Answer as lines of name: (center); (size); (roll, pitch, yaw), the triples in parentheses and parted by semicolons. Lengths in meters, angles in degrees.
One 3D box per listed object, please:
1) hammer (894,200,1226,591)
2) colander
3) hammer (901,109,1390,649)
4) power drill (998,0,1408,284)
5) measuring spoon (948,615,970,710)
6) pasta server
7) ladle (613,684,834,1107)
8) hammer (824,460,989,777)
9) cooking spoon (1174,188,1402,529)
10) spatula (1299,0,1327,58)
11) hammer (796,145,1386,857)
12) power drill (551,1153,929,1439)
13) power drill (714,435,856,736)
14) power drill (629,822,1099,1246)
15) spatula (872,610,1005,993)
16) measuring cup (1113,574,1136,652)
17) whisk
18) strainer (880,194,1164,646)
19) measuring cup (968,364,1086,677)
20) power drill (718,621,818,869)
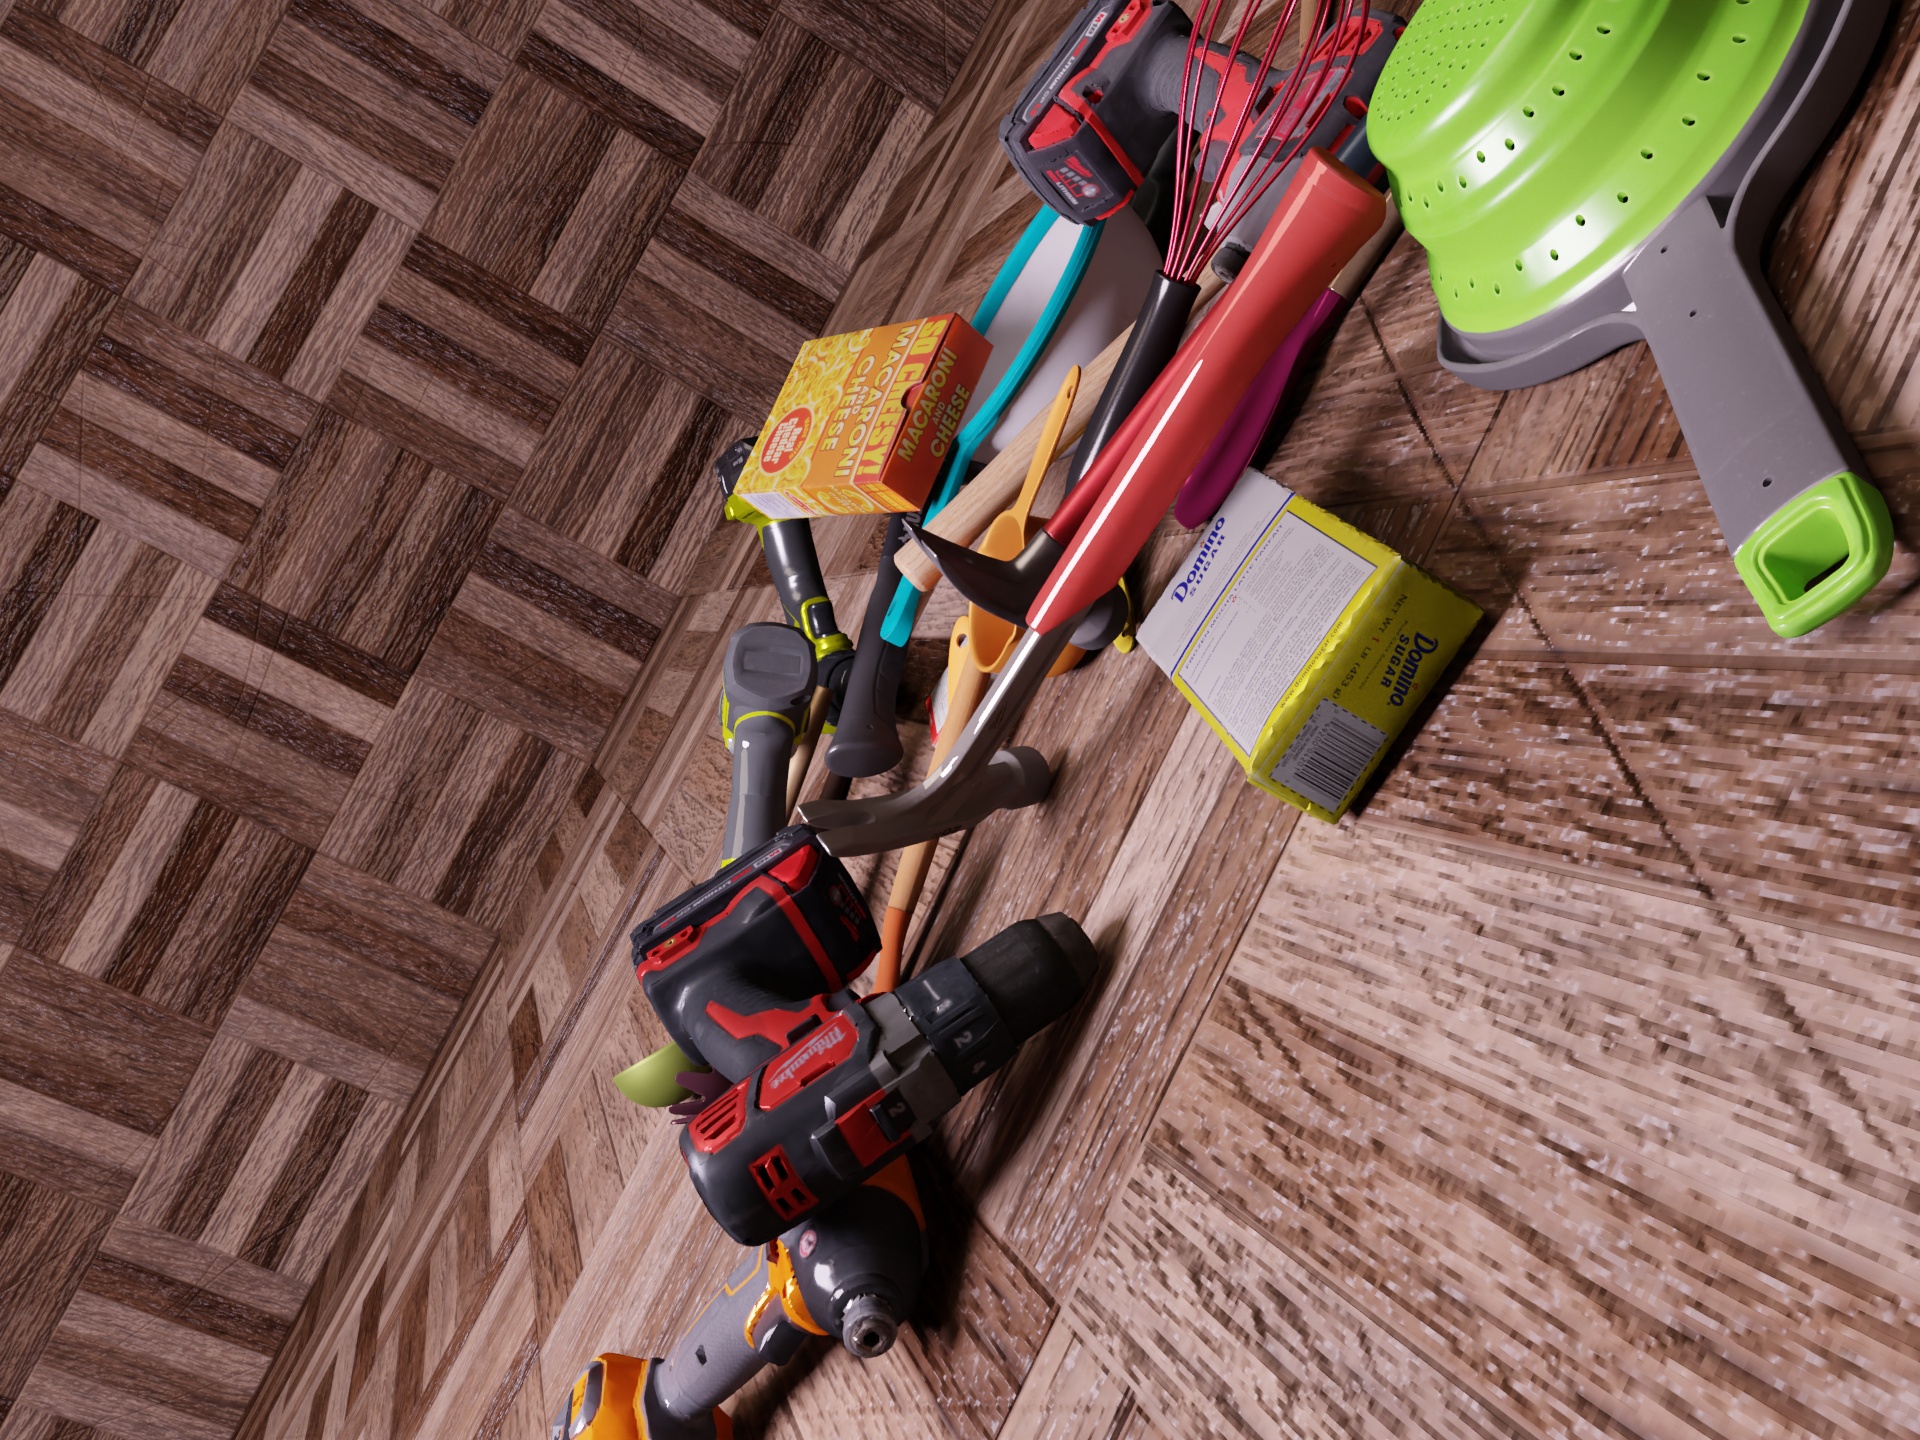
hammer: (0.087, -0.198, 0.896); (0.331, 0.031, 0.130); (-44, 17, 6)
colander: (0.207, -0.177, 0.520); (0.204, 0.094, 0.397); (-48, 21, 38)
hammer: (0.131, -0.200, 0.706); (0.386, 0.143, 0.038); (-52, 51, 16)
power drill: (0.126, -0.304, 0.829); (0.143, 0.078, 0.220); (-55, 43, 0)
measuring spoon: (-0.001, -0.003, 0.915); (0.021, 0.011, 0.117); (0, 85, 34)
pasta server: (-0.128, 0.136, 1.103); (0.060, 0.040, 0.316); (99, -173, -53)
ladle: (-0.162, 0.122, 1.120); (0.078, 0.062, 0.320); (23, -93, -82)
hammer: (-0.047, -0.091, 1.041); (0.335, 0.146, 0.035); (-80, 11, -45)
cooking spoon: (0.197, -0.229, 0.768); (0.319, 0.017, 0.069); (-57, 20, 15)
spatula: (0.238, -0.537, 1.095); (0.082, 0.044, 0.318); (-39, 28, 44)
hammer: (0.058, -0.078, 0.685); (0.037, 0.149, 0.359); (50, 127, 26)
power drill: (-0.095, 0.283, 0.702); (0.226, 0.084, 0.164); (-55, 17, 7)
power drill: (-0.110, -0.100, 1.195); (0.190, 0.080, 0.228); (174, 82, -71)
power drill: (-0.053, 0.123, 0.727); (0.188, 0.080, 0.227); (-33, 22, -10)
spatula: (-0.033, 0.079, 0.876); (0.081, 0.041, 0.323); (-5, 65, 64)
measuring cup: (0.089, -0.089, 0.866); (0.062, 0.029, 0.157); (-56, 28, 39)
whisk: (0.108, -0.224, 0.738); (0.073, 0.073, 0.295); (-95, 23, -62)
strainer: (0.048, -0.186, 1.011); (0.211, 0.095, 0.340); (-20, 47, 67)
measuring cup: (0.054, -0.101, 0.842); (0.095, 0.052, 0.173); (-110, 34, -56)
power drill: (-0.130, 0.069, 1.011); (0.171, 0.080, 0.223); (118, 156, -70)
